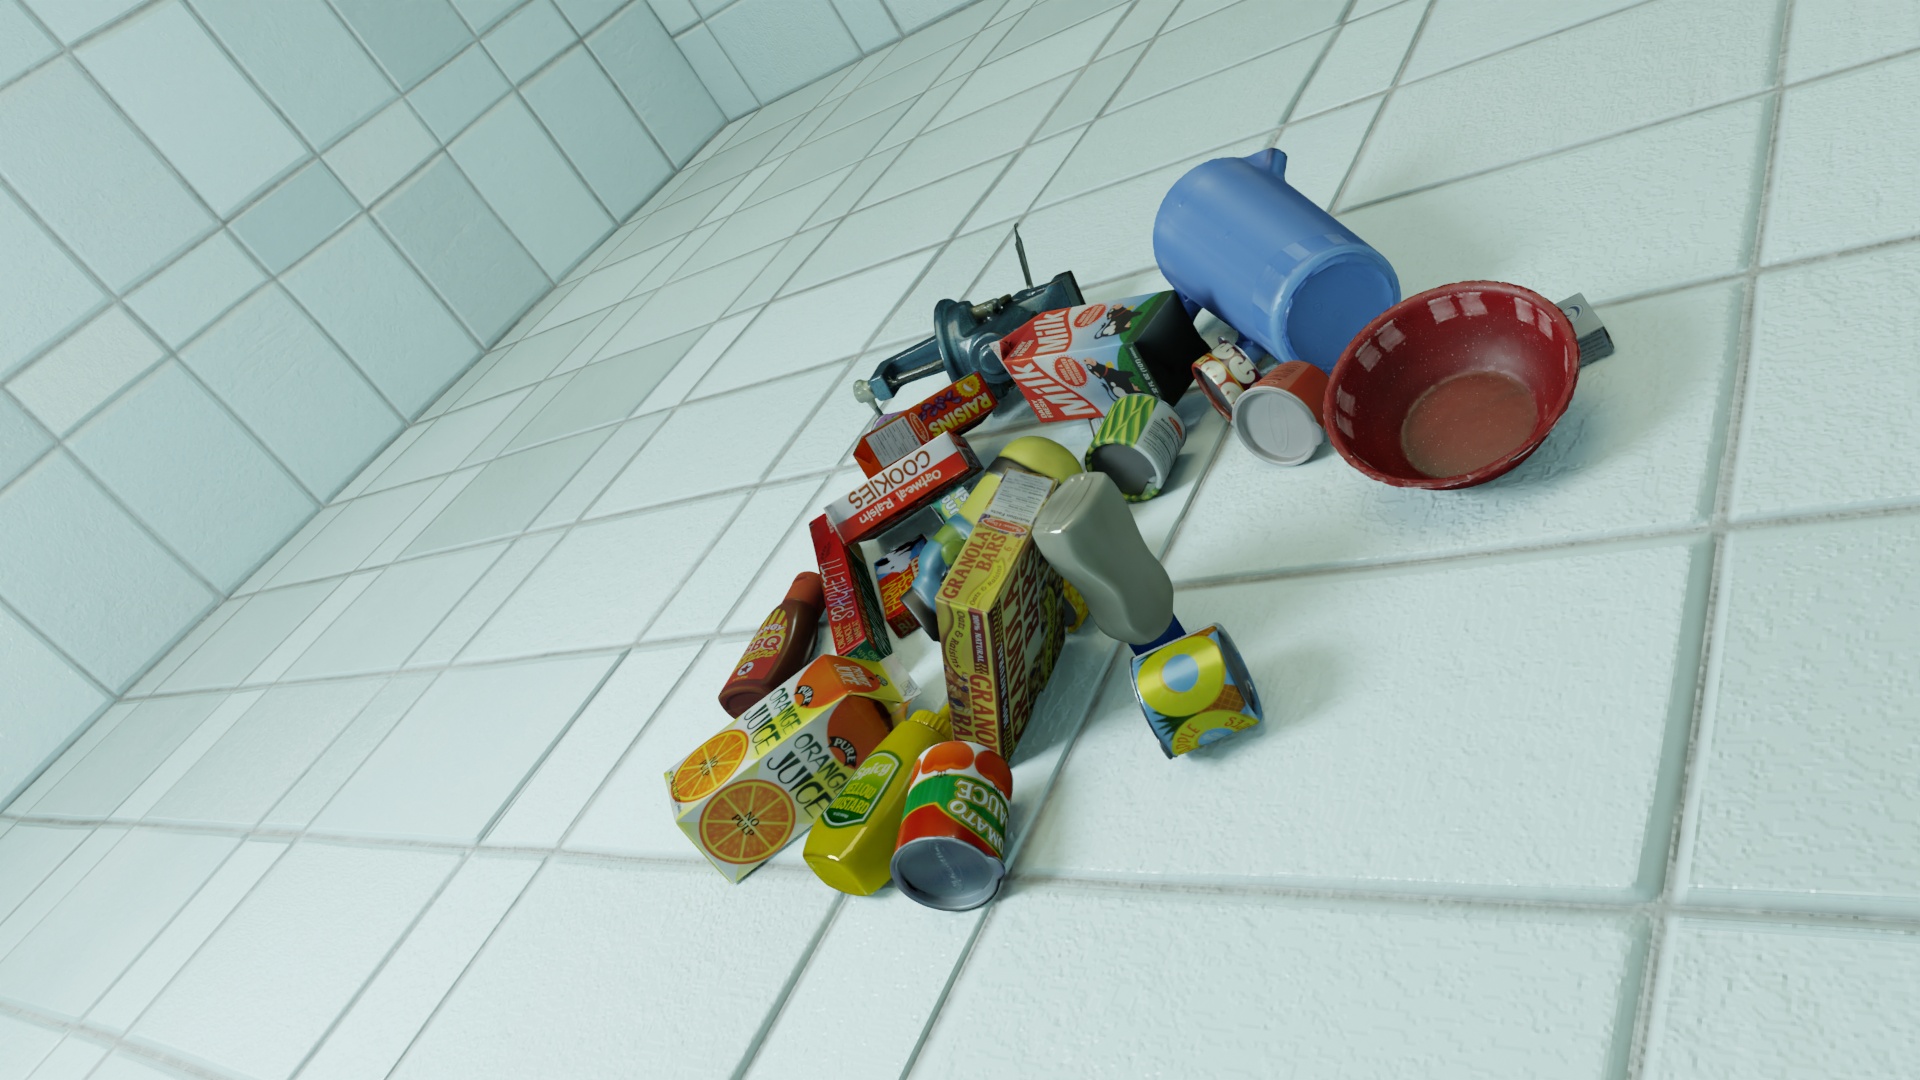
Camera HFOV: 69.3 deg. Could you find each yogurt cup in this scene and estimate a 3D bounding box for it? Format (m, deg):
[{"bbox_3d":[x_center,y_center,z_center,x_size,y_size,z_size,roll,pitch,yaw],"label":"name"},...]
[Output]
[{"bbox_3d":[0.242,-0.097,1.025,0.072,0.072,0.054,-4,32,46],"label":"yogurt cup"}]

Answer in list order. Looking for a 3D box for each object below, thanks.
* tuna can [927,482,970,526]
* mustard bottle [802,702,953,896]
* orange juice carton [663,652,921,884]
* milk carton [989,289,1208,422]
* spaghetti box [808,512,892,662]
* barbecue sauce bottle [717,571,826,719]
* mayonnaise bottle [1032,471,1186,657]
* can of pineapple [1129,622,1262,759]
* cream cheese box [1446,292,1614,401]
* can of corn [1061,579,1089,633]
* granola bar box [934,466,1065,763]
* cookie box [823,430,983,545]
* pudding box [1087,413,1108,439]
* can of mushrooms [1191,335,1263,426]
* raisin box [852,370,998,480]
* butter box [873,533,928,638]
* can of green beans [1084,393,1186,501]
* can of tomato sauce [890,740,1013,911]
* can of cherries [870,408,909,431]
[{"bbox_3d":[0.004,-0.014,1.151,0.033,0.071,0.071,-35,27,-1],"label":"tuna can"},{"bbox_3d":[-0.042,0.164,0.942,0.065,0.048,0.161,-3,41,46],"label":"mustard bottle"},{"bbox_3d":[-0.116,0.153,1.016,0.193,0.073,0.072,-36,27,-4],"label":"orange juice carton"},{"bbox_3d":[0.108,-0.153,1.186,0.190,0.072,0.074,-2,42,48],"label":"milk carton"},{"bbox_3d":[-0.094,0.047,1.186,0.028,0.050,0.251,-34,27,5],"label":"spaghetti box"},{"bbox_3d":[-0.152,0.088,1.193,0.064,0.043,0.149,-18,32,33],"label":"barbecue sauce bottle"},{"bbox_3d":[0.103,0.029,0.887,0.041,0.147,0.065,-2,42,46],"label":"mayonnaise bottle"},{"bbox_3d":[0.142,0.091,0.835,0.058,0.071,0.071,-26,28,17],"label":"can of pineapple"},{"bbox_3d":[0.387,-0.128,0.954,0.103,0.024,0.054,-25,30,19],"label":"cream cheese box"},{"bbox_3d":[0.071,0.024,1.014,0.071,0.071,0.058,-3,42,46],"label":"can of corn"},{"bbox_3d":[0.031,0.054,0.917,0.039,0.164,0.125,14,49,19],"label":"granola bar box"},{"bbox_3d":[-0.045,-0.045,1.214,0.123,0.040,0.167,-32,-1,5],"label":"cookie box"},{"bbox_3d":[0.138,-0.101,1.185,0.049,0.030,0.084,-29,28,13],"label":"pudding box"},{"bbox_3d":[0.213,-0.124,1.093,0.033,0.071,0.071,-36,27,1],"label":"can of mushrooms"},{"bbox_3d":[-0.033,-0.100,1.253,0.123,0.040,0.086,-31,-2,-12],"label":"raisin box"},{"bbox_3d":[-0.042,0.037,1.171,0.053,0.024,0.104,-32,27,7],"label":"butter box"},{"bbox_3d":[0.138,-0.073,1.099,0.071,0.071,0.058,-9,38,41],"label":"can of green beans"},{"bbox_3d":[-0.002,0.175,0.861,0.071,0.071,0.083,-22,29,24],"label":"can of tomato sauce"},{"bbox_3d":[-0.043,-0.096,1.341,0.058,0.071,0.072,-9,37,40],"label":"can of cherries"}]
